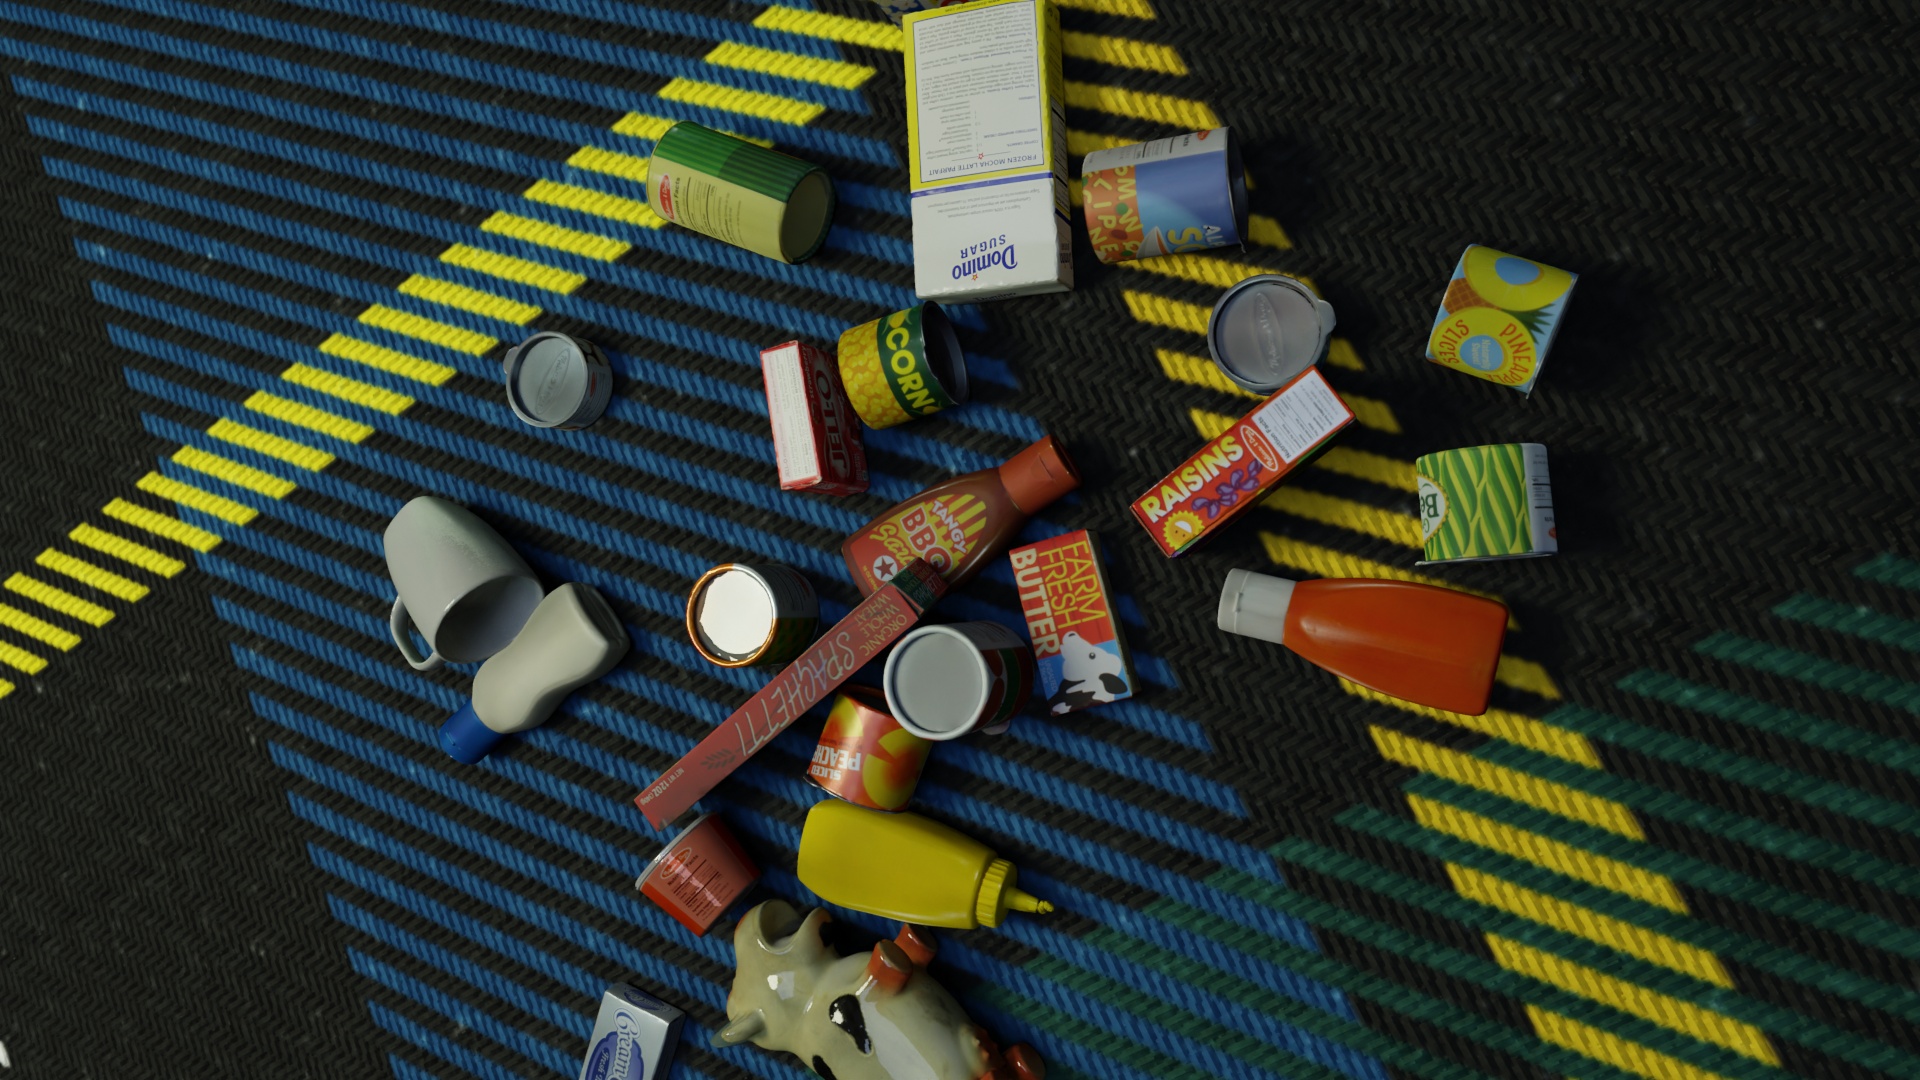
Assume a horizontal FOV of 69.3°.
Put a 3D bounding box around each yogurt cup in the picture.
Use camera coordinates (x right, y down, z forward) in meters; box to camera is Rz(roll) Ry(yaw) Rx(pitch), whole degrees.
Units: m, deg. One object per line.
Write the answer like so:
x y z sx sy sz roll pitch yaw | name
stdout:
-0.164 0.214 0.884 0.054 0.072 0.072 44 102 8 | yogurt cup

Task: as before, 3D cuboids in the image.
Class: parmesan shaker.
-0.140 -0.221 0.894 0.103 0.071 0.071 23 96 18 | parmesan shaker

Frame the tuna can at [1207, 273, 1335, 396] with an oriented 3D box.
0.178 -0.117 0.789 0.071 0.033 0.071 -1 88 20 | tuna can

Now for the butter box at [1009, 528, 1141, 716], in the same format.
0.068 0.048 0.827 0.053 0.024 0.103 -17 82 18 | butter box

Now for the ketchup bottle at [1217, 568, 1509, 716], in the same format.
0.218 0.048 0.762 0.149 0.043 0.064 13 92 20 | ketchup bottle

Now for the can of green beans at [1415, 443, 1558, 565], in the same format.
0.276 -0.018 0.732 0.071 0.071 0.058 -6 86 20 | can of green beans

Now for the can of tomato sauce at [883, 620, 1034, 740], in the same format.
0.000 0.083 0.818 0.071 0.083 0.071 -1 88 20 | can of tomato sauce

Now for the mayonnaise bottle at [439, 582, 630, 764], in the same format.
-0.295 0.095 0.948 0.148 0.041 0.065 -41 74 15 | mayonnaise bottle

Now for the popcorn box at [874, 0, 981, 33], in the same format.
-0.018 -0.350 0.821 0.085 0.126 0.038 -7 82 19 | popcorn box

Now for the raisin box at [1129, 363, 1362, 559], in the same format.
0.159 -0.041 0.765 0.123 0.086 0.040 -38 81 15 | raisin box

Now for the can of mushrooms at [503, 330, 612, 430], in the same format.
-0.276 -0.110 0.954 0.071 0.033 0.071 -1 88 20 | can of mushrooms

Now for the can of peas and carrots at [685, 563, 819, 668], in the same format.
-0.133 0.049 0.881 0.071 0.059 0.071 -1 87 20 | can of peas and carrots

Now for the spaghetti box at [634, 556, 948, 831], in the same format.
-0.106 0.096 0.848 0.249 0.050 0.028 -40 91 25 | spaghetti box

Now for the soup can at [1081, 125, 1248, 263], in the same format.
0.119 -0.194 0.798 0.084 0.071 0.071 -5 86 20 | soup can

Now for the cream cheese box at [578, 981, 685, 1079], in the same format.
-0.222 0.352 0.918 0.053 0.024 0.103 18 94 18 | cream cheese box

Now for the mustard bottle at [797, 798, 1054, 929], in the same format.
-0.018 0.202 0.838 0.160 0.049 0.065 13 94 19 | mustard bottle

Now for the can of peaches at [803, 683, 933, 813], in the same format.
-0.054 0.125 0.843 0.071 0.071 0.058 23 95 19 | can of peaches

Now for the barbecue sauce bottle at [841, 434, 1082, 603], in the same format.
0.003 -0.011 0.843 0.148 0.044 0.065 -32 81 15 | barbecue sauce bottle

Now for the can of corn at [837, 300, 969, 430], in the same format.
-0.035 -0.105 0.846 0.058 0.071 0.071 -16 83 20 | can of corn

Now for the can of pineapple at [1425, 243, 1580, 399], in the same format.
0.285 -0.116 0.732 0.058 0.071 0.071 23 96 20 | can of pineapple
